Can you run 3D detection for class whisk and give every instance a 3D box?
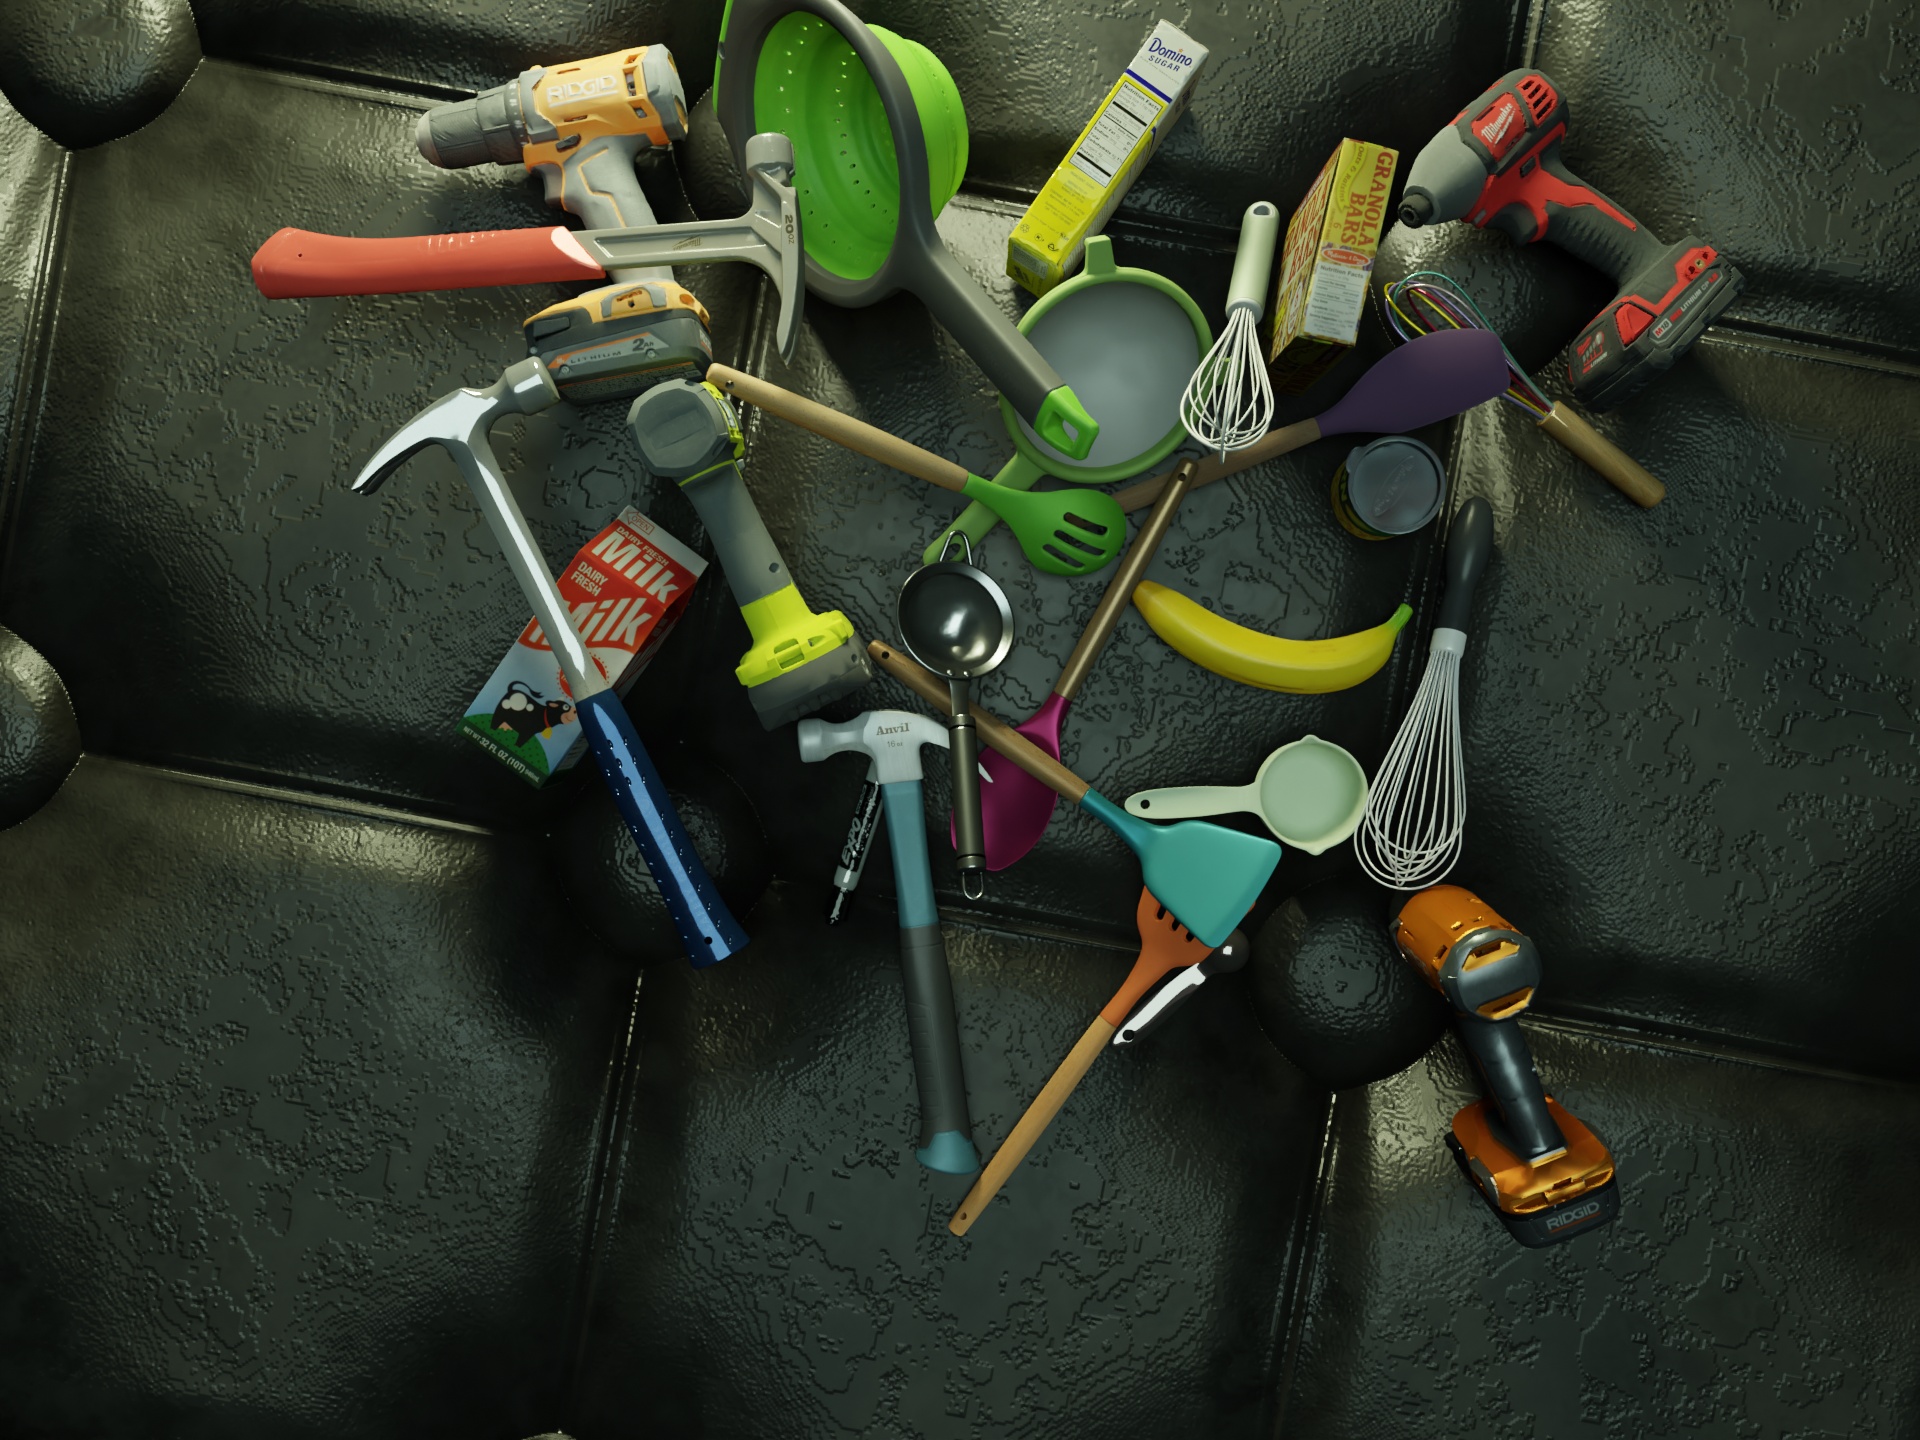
[{"bbox_3d":[0.326,-0.022,1.089,0.070,0.070,0.285,15,78,0],"label":"whisk"},{"bbox_3d":[0.393,-0.230,1.108,0.245,0.047,0.051,36,103,-5],"label":"whisk"},{"bbox_3d":[0.186,-0.263,1.049,0.058,0.059,0.247,8,54,11],"label":"whisk"}]

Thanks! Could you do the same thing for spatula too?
[{"bbox_3d":[0.064,0.034,1.083,0.317,0.044,0.082,35,84,11],"label":"spatula"},{"bbox_3d":[0.086,0.229,1.113,0.081,0.041,0.322,37,93,23],"label":"spatula"},{"bbox_3d":[0.222,-0.195,1.099,0.316,0.018,0.059,-21,108,8],"label":"spatula"}]

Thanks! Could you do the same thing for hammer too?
[{"bbox_3d":[-0.280,-0.292,1.031,0.359,0.036,0.149,-3,83,5],"label":"hammer"},{"bbox_3d":[-0.028,0.155,1.104,0.128,0.033,0.331,-8,95,-4],"label":"hammer"},{"bbox_3d":[-0.250,-0.023,1.039,0.144,0.035,0.405,-26,93,-2],"label":"hammer"}]

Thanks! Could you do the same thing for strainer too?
[{"bbox_3d":[0.058,-0.207,1.101,0.151,0.069,0.256,33,111,-31],"label":"strainer"},{"bbox_3d":[-0.002,-0.003,1.064,0.086,0.050,0.259,5,65,-20],"label":"strainer"}]

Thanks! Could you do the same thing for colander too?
[{"bbox_3d":[-0.013,-0.326,1.033,0.094,0.204,0.397,-27,69,-30],"label":"colander"}]

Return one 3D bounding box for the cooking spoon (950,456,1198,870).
[{"bbox_3d":[0.084,-0.039,1.108,0.069,0.017,0.319,29,97,10],"label":"cooking spoon"}]

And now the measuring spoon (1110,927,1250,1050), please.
[{"bbox_3d":[0.155,0.192,1.123,0.124,0.018,0.034,-41,91,1],"label":"measuring spoon"}]

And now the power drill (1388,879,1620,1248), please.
[{"bbox_3d":[0.352,0.215,1.067,0.084,0.164,0.226,-22,103,0],"label":"power drill"}]

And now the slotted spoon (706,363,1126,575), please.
[{"bbox_3d":[-0.022,-0.166,1.053,0.313,0.031,0.070,21,119,-22],"label":"slotted spoon"}]

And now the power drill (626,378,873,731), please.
[{"bbox_3d":[-0.139,-0.116,1.056,0.080,0.171,0.223,-25,99,2],"label":"power drill"}]

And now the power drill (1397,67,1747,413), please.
[{"bbox_3d":[0.403,-0.324,1.076,0.143,0.078,0.219,-42,87,-16],"label":"power drill"}]

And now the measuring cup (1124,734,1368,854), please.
[{"bbox_3d":[0.198,0.054,1.113,0.167,0.038,0.083,-3,91,2],"label":"measuring cup"}]

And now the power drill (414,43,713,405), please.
[{"bbox_3d":[-0.269,-0.337,1.090,0.185,0.084,0.226,-10,87,3],"label":"power drill"}]
